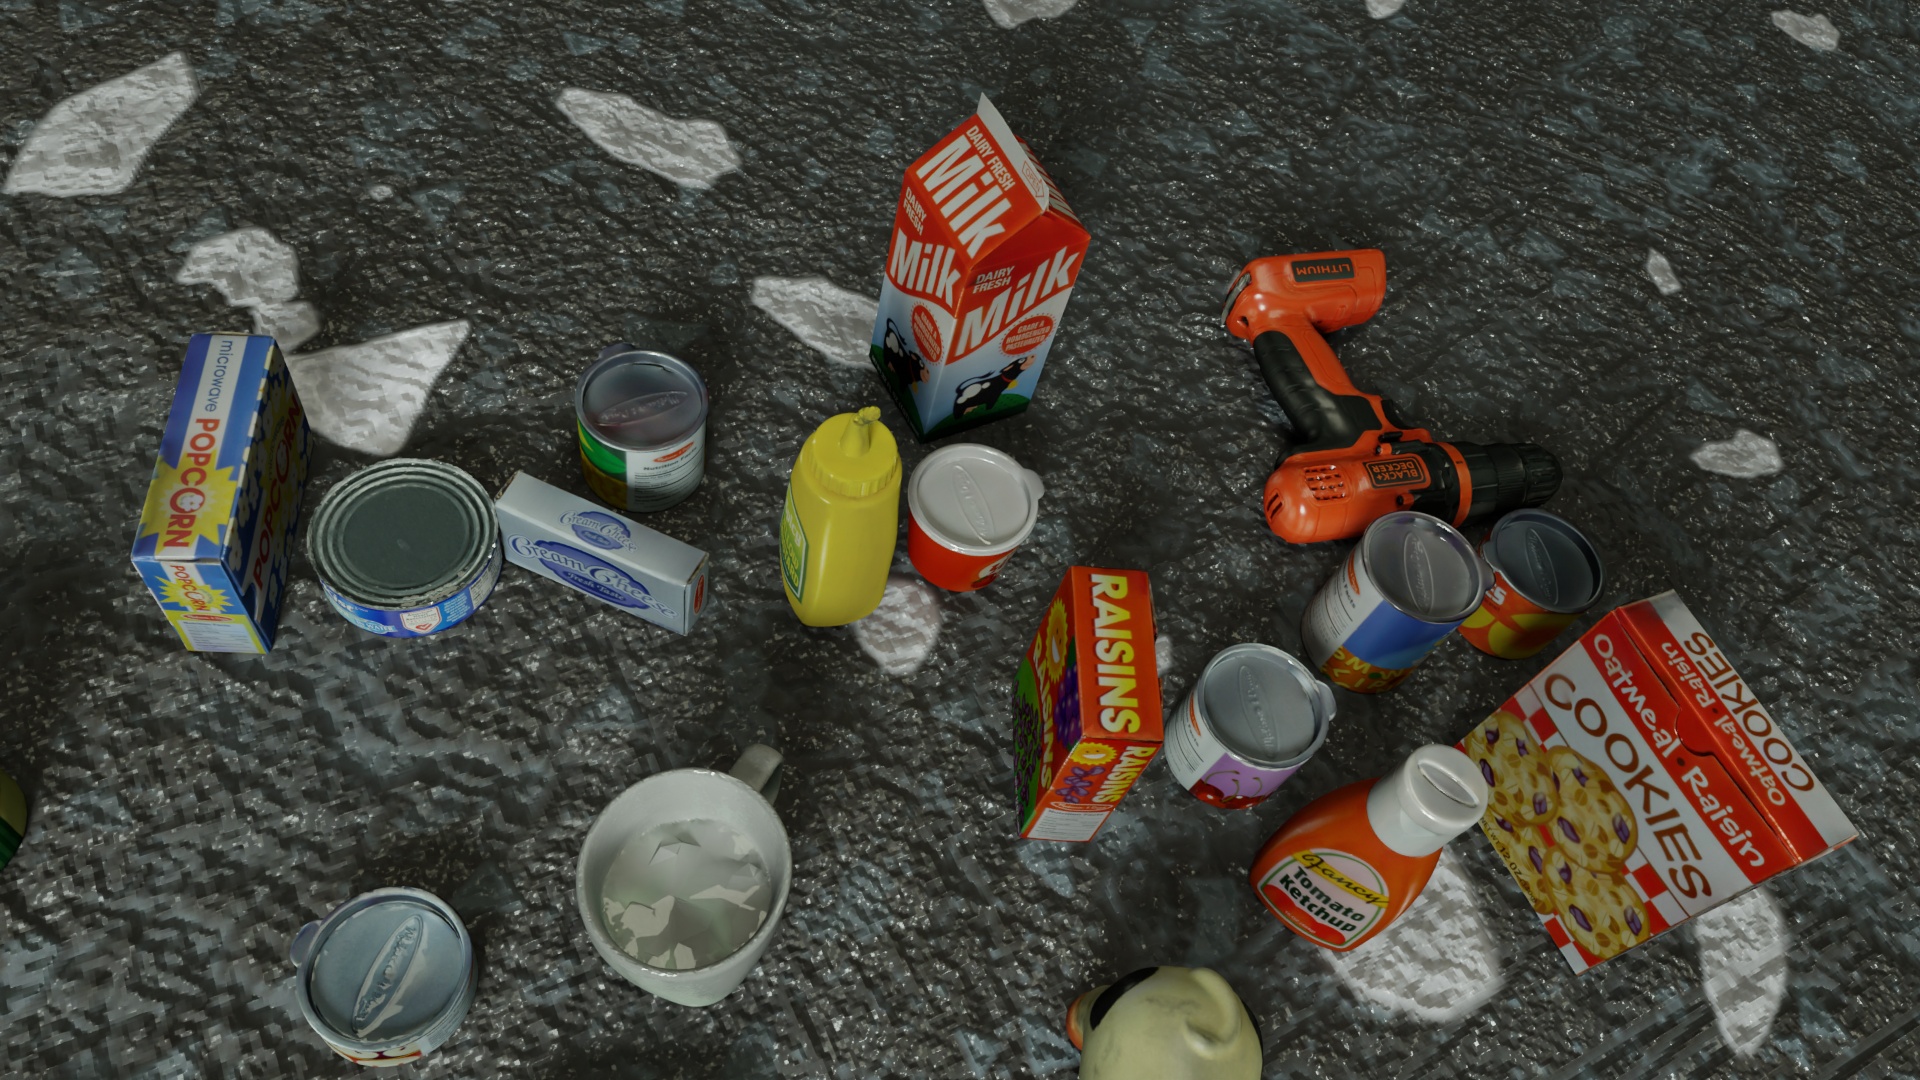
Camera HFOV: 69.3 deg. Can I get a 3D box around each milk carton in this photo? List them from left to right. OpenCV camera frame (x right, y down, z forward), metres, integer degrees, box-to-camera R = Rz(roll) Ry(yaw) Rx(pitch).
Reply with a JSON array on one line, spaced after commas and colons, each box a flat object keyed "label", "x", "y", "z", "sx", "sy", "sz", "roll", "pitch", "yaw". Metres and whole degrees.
[{"label": "milk carton", "x": 0.009, "y": -0.140, "z": 0.732, "sx": 0.074, "sy": 0.189, "sz": 0.072, "roll": -20, "pitch": 64, "yaw": -23}]

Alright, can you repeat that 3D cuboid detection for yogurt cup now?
[{"label": "yogurt cup", "x": 0.003, "y": -0.009, "z": 0.729, "sx": 0.072, "sy": 0.053, "sz": 0.073, "roll": 6, "pitch": 57, "yaw": -9}]

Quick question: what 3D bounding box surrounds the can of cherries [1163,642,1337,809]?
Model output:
[{"label": "can of cherries", "x": 0.143, "y": 0.094, "z": 0.691, "sx": 0.071, "sy": 0.058, "sz": 0.072, "roll": 6, "pitch": 57, "yaw": -9}]

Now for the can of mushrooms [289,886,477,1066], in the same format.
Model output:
[{"label": "can of mushrooms", "x": -0.236, "y": 0.178, "z": 0.570, "sx": 0.071, "sy": 0.033, "sz": 0.071, "roll": 6, "pitch": 57, "yaw": -9}]

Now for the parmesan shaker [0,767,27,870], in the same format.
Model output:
[{"label": "parmesan shaker", "x": -0.418, "y": 0.099, "z": 0.540, "sx": 0.071, "sy": 0.102, "sz": 0.071, "roll": 6, "pitch": 57, "yaw": -9}]

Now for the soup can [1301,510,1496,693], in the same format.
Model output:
[{"label": "soup can", "x": 0.228, "y": 0.035, "z": 0.731, "sx": 0.071, "sy": 0.083, "sz": 0.072, "roll": 6, "pitch": 57, "yaw": -9}]

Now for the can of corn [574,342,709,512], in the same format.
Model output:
[{"label": "can of corn", "x": -0.166, "y": -0.058, "z": 0.722, "sx": 0.071, "sy": 0.058, "sz": 0.071, "roll": 6, "pitch": 57, "yaw": -9}]

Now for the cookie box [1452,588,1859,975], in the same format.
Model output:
[{"label": "cookie box", "x": 0.306, "y": 0.117, "z": 0.645, "sx": 0.040, "sy": 0.166, "sz": 0.123, "roll": -17, "pitch": 63, "yaw": -21}]

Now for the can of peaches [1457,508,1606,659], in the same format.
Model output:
[{"label": "can of peaches", "x": 0.309, "y": 0.025, "z": 0.771, "sx": 0.071, "sy": 0.057, "sz": 0.071, "roll": 6, "pitch": 57, "yaw": -9}]

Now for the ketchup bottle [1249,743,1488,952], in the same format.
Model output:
[{"label": "ketchup bottle", "x": 0.182, "y": 0.135, "z": 0.618, "sx": 0.065, "sy": 0.148, "sz": 0.044, "roll": 36, "pitch": 58, "yaw": 11}]

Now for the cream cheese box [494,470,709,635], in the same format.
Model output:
[{"label": "cream cheese box", "x": -0.175, "y": 0.007, "z": 0.681, "sx": 0.104, "sy": 0.053, "sz": 0.024, "roll": 23, "pitch": 56, "yaw": 3}]

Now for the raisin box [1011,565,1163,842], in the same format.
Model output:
[{"label": "raisin box", "x": 0.056, "y": 0.078, "z": 0.643, "sx": 0.040, "sy": 0.122, "sz": 0.086, "roll": 5, "pitch": 57, "yaw": -9}]

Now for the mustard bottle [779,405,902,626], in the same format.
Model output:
[{"label": "mustard bottle", "x": -0.056, "y": -0.017, "z": 0.658, "sx": 0.049, "sy": 0.159, "sz": 0.065, "roll": -10, "pitch": 61, "yaw": -18}]

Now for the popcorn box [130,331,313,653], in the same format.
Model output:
[{"label": "popcorn box", "x": -0.339, "y": -0.022, "z": 0.646, "sx": 0.038, "sy": 0.084, "sz": 0.127, "roll": 2, "pitch": 58, "yaw": -11}]
